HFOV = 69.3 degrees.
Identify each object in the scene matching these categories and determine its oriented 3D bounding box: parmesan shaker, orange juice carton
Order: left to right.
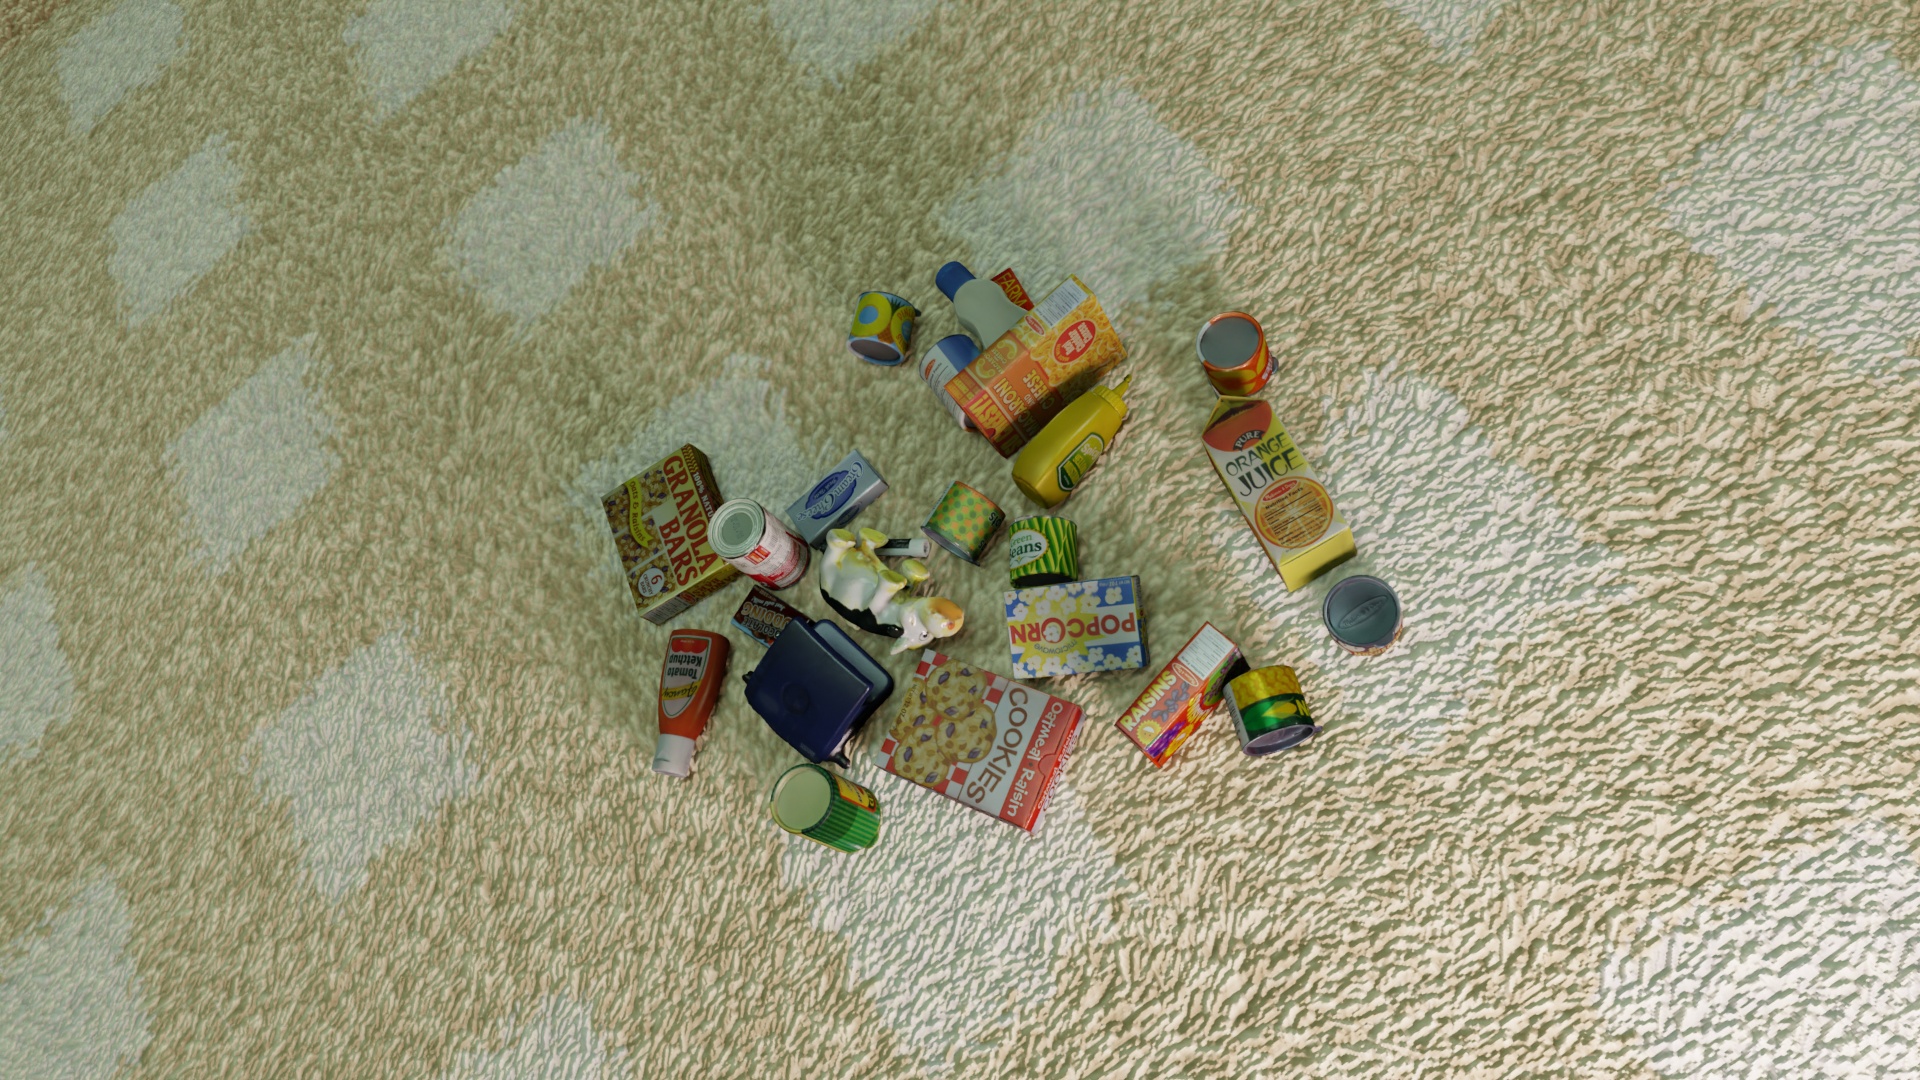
[{"bbox_3d":[-0.122,0.251,1.294,0.071,0.103,0.071,-8,66,19],"label":"parmesan shaker"},{"bbox_3d":[0.282,-0.057,1.278,0.073,0.071,0.193,-30,61,8],"label":"orange juice carton"}]

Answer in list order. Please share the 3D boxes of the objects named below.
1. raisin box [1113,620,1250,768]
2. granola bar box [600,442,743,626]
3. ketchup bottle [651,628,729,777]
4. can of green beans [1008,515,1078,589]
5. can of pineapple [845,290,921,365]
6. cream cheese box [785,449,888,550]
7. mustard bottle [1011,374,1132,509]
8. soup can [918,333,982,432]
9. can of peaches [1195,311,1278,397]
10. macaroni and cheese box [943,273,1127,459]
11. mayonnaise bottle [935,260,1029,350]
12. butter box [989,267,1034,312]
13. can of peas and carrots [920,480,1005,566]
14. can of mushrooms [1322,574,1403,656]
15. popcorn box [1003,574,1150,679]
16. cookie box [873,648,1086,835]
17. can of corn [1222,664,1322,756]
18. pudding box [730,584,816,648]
[{"bbox_3d":[0.197,0.137,1.222,0.123,0.086,0.040,-47,65,-2],"label":"raisin box"},{"bbox_3d":[-0.313,-0.007,1.517,0.124,0.039,0.166,-31,60,8],"label":"granola bar box"},{"bbox_3d":[-0.283,0.167,1.429,0.065,0.043,0.149,2,70,23],"label":"ketchup bottle"},{"bbox_3d":[0.080,0.015,1.333,0.071,0.071,0.058,-8,67,19],"label":"can of green beans"},{"bbox_3d":[-0.084,-0.229,1.502,0.071,0.071,0.058,6,72,24],"label":"can of pineapple"},{"bbox_3d":[-0.131,-0.044,1.467,0.104,0.024,0.053,-41,60,2],"label":"cream cheese box"},{"bbox_3d":[0.119,-0.106,1.371,0.049,0.065,0.160,37,81,34],"label":"mustard bottle"},{"bbox_3d":[0.009,-0.163,1.439,0.071,0.071,0.084,-39,61,3],"label":"soup can"},{"bbox_3d":[0.267,-0.180,1.344,0.071,0.058,0.071,-8,66,19],"label":"can of peaches"},{"bbox_3d":[0.077,-0.169,1.378,0.166,0.123,0.040,-41,59,2],"label":"macaroni and cheese box"},{"bbox_3d":[0.029,-0.236,1.446,0.065,0.041,0.148,-38,59,-4],"label":"mayonnaise bottle"},{"bbox_3d":[0.055,-0.237,1.473,0.053,0.024,0.104,-32,60,8],"label":"butter box"},{"bbox_3d":[0.005,-0.017,1.378,0.071,0.071,0.059,29,81,29],"label":"can of peas and carrots"},{"bbox_3d":[0.355,0.068,1.218,0.071,0.033,0.071,-8,65,18],"label":"can of mushrooms"},{"bbox_3d":[0.109,0.081,1.294,0.126,0.038,0.085,-7,89,19],"label":"popcorn box"},{"bbox_3d":[0.018,0.187,1.300,0.167,0.040,0.123,18,76,27],"label":"cookie box"},{"bbox_3d":[0.269,0.146,1.201,0.071,0.071,0.058,-22,62,13],"label":"can of corn"},{"bbox_3d":[-0.191,0.087,1.433,0.084,0.030,0.050,29,83,29],"label":"pudding box"}]
